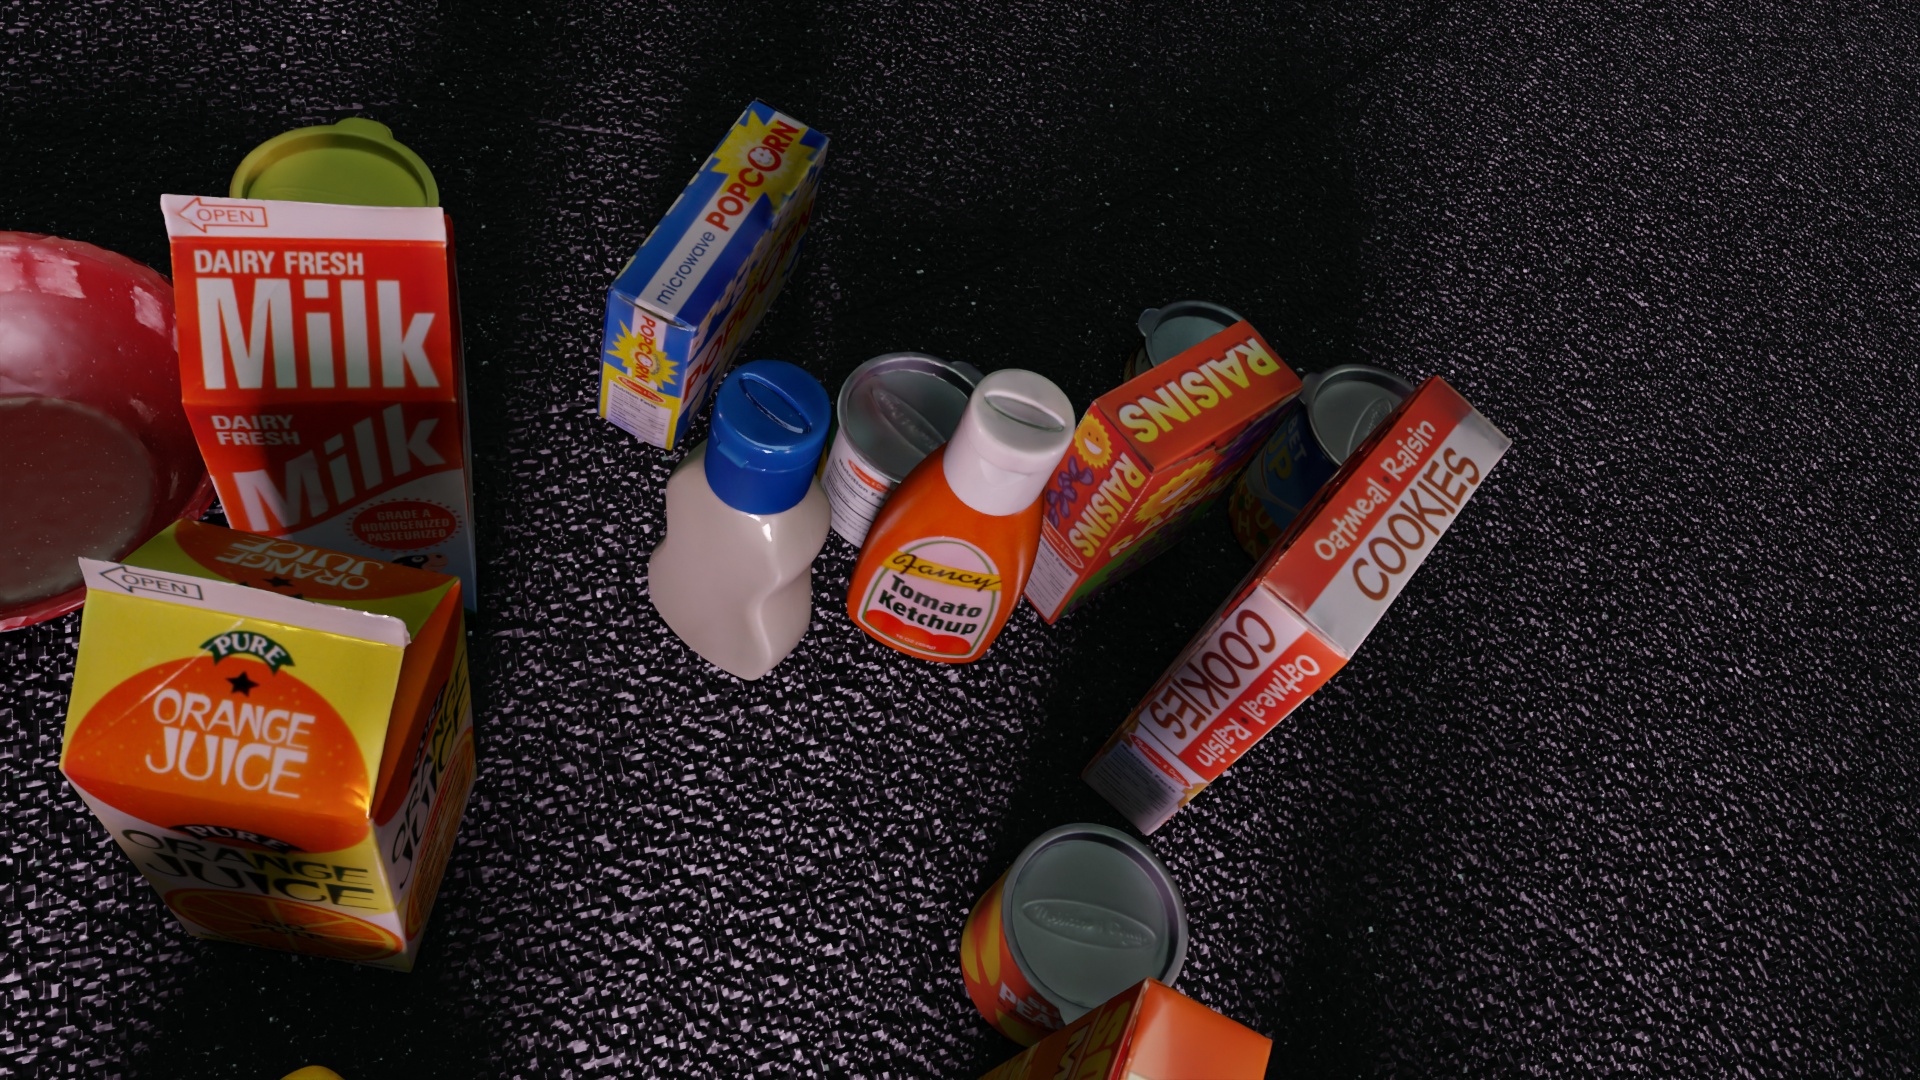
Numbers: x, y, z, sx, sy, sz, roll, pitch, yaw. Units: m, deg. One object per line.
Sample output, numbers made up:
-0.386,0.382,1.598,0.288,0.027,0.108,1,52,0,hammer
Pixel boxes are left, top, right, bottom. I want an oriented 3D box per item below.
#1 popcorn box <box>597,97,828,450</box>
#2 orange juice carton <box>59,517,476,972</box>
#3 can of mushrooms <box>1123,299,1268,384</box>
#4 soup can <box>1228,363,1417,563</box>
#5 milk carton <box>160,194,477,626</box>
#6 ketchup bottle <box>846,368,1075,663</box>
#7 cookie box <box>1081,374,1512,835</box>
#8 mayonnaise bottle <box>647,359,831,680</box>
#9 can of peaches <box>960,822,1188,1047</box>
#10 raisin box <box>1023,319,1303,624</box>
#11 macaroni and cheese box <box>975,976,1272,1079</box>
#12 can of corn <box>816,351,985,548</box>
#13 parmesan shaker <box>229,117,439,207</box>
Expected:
-0.103,-0.111,0.580,0.038,0.084,0.127,26,56,-1,popcorn box
-0.184,0.058,0.389,0.072,0.191,0.073,13,57,-9,orange juice carton
0.111,-0.080,0.659,0.071,0.033,0.071,8,58,-13,can of mushrooms
0.162,-0.029,0.614,0.071,0.083,0.071,8,58,-13,soup can
-0.197,-0.043,0.447,0.072,0.189,0.074,-3,61,-19,milk carton
0.002,-0.006,0.511,0.065,0.148,0.044,20,56,-5,ketchup bottle
0.118,0.028,0.515,0.040,0.166,0.123,41,57,9,cookie box
-0.075,-0.006,0.487,0.065,0.147,0.041,39,57,8,mayonnaise bottle
0.038,0.142,0.487,0.071,0.057,0.071,8,58,-13,can of peaches
0.074,-0.025,0.560,0.086,0.122,0.040,-29,72,-29,raisin box
0.018,0.201,0.380,0.040,0.165,0.124,26,56,-1,macaroni and cheese box
-0.022,-0.036,0.576,0.071,0.058,0.071,8,58,-13,can of corn
-0.228,-0.096,0.522,0.071,0.102,0.071,8,58,-13,parmesan shaker
